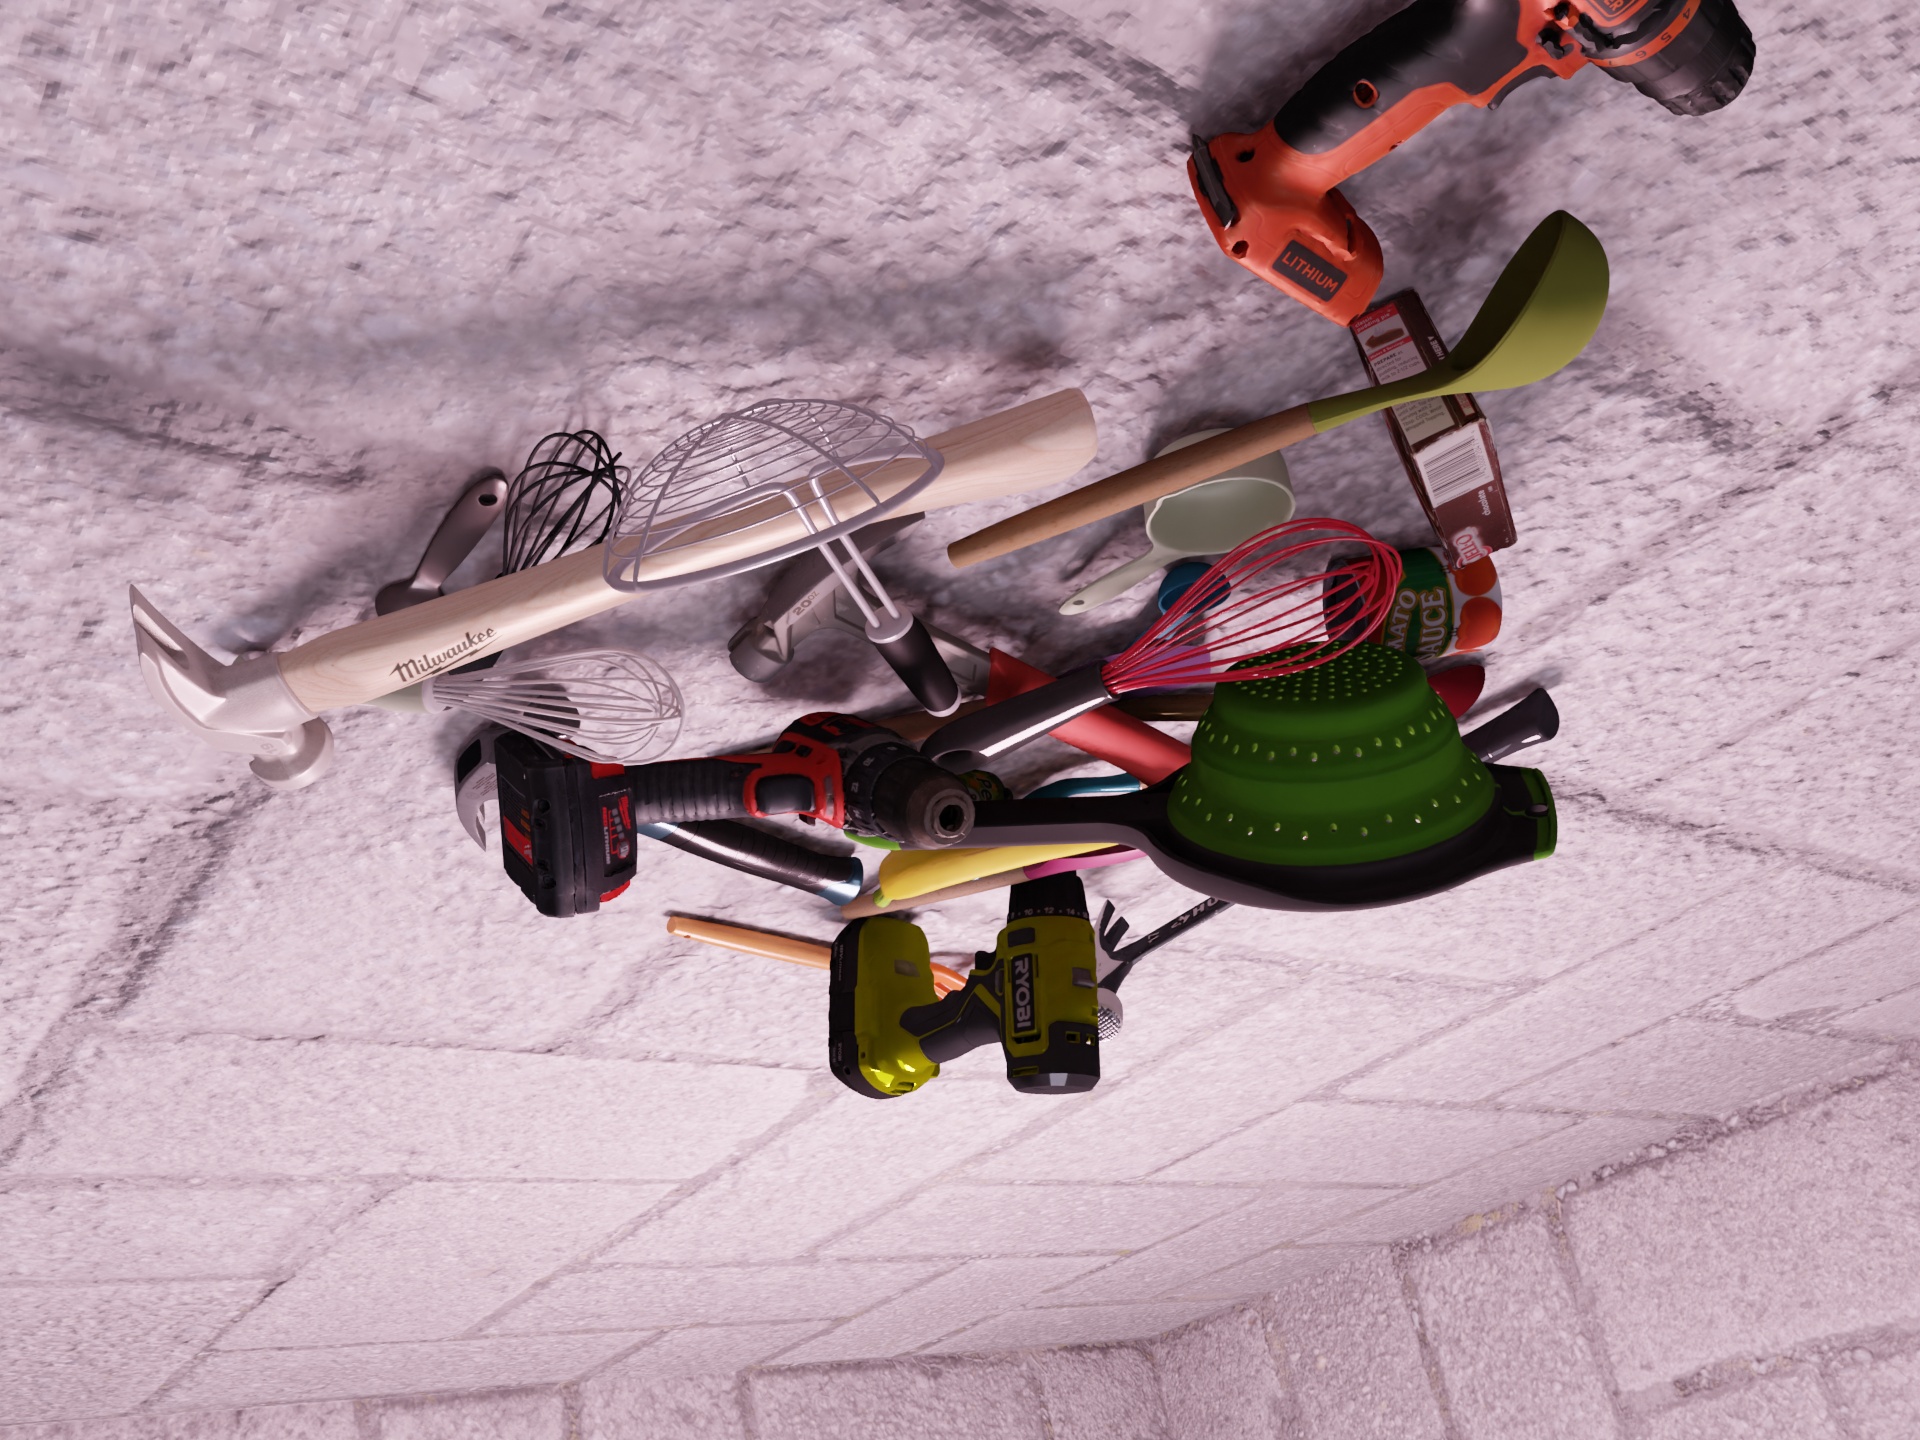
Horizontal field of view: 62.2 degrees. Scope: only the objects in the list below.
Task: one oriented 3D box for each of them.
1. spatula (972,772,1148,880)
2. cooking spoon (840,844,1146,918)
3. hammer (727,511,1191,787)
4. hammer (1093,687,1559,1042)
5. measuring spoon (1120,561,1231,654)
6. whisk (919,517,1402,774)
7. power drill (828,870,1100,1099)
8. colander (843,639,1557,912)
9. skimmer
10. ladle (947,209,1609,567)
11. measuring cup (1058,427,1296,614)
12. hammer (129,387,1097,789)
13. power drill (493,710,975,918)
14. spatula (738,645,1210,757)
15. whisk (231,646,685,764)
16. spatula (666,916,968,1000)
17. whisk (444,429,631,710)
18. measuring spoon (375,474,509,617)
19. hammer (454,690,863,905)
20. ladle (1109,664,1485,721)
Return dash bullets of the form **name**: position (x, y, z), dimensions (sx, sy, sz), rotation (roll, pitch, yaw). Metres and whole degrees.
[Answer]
- **spatula**: position (0.148, 0.046, 1.095), dimensions (0.317, 0.044, 0.082), rotation (-13, -170, -6)
- **cooking spoon**: position (0.029, 0.107, 1.100), dimensions (0.319, 0.017, 0.068), rotation (-17, -178, 41)
- **hammer**: position (0.050, -0.018, 0.924), dimensions (0.358, 0.037, 0.149), rotation (24, 132, -38)
- **hammer**: position (0.256, 0.096, 1.179), dimensions (0.409, 0.149, 0.036), rotation (-34, 106, 18)
- **measuring spoon**: position (0.116, -0.061, 0.940), dimensions (0.042, 0.021, 0.128), rotation (1, 156, -22)
- **whisk**: position (0.095, -0.030, 0.846), dimensions (0.296, 0.073, 0.073), rotation (-25, 148, 30)
- **power drill**: position (0.006, 0.183, 1.166), dimensions (0.080, 0.191, 0.228), rotation (18, 152, -42)
- **colander**: position (0.118, 0.020, 0.882), dimensions (0.397, 0.204, 0.094), rotation (-3, 111, 17)
- **skimmer**: position (-0.040, -0.038, 0.690), dimensions (0.127, 0.090, 0.363), rotation (-18, 160, 6)
- **ladle**: position (0.130, -0.138, 0.720), dimensions (0.320, 0.078, 0.062), rotation (-19, 113, 23)
- **measuring cup**: position (0.105, -0.103, 0.846), dimensions (0.083, 0.038, 0.167), rotation (11, 154, -33)
- **hammer**: position (-0.135, -0.074, 0.691), dimensions (0.410, 0.038, 0.146), rotation (-19, 158, -6)
- **power drill**: position (-0.118, 0.044, 0.846), dimensions (0.226, 0.080, 0.188), rotation (-7, -168, -26)
- **spatula**: position (-0.002, -0.003, 0.978), dimensions (0.316, 0.018, 0.059), rotation (-13, 151, 4)
- **whisk**: position (-0.250, -0.014, 0.781), dimensions (0.246, 0.058, 0.059), rotation (5, 110, 14)
- **spatula**: position (-0.099, 0.199, 1.266), dimensions (0.081, 0.041, 0.322), rotation (-32, 144, 33)
- **whisk**: position (-0.220, -0.064, 0.775), dimensions (0.055, 0.055, 0.239), rotation (10, 147, -34)
- **measuring spoon**: position (-0.248, -0.076, 0.768), dimensions (0.034, 0.018, 0.124), rotation (13, 140, -37)
- **hammer**: position (-0.178, 0.069, 1.023), dimensions (0.128, 0.033, 0.330), rotation (-31, 145, 27)
- **ladle**: position (0.206, -0.011, 1.044), dimensions (0.315, 0.031, 0.069), rotation (-1, 149, -15)
